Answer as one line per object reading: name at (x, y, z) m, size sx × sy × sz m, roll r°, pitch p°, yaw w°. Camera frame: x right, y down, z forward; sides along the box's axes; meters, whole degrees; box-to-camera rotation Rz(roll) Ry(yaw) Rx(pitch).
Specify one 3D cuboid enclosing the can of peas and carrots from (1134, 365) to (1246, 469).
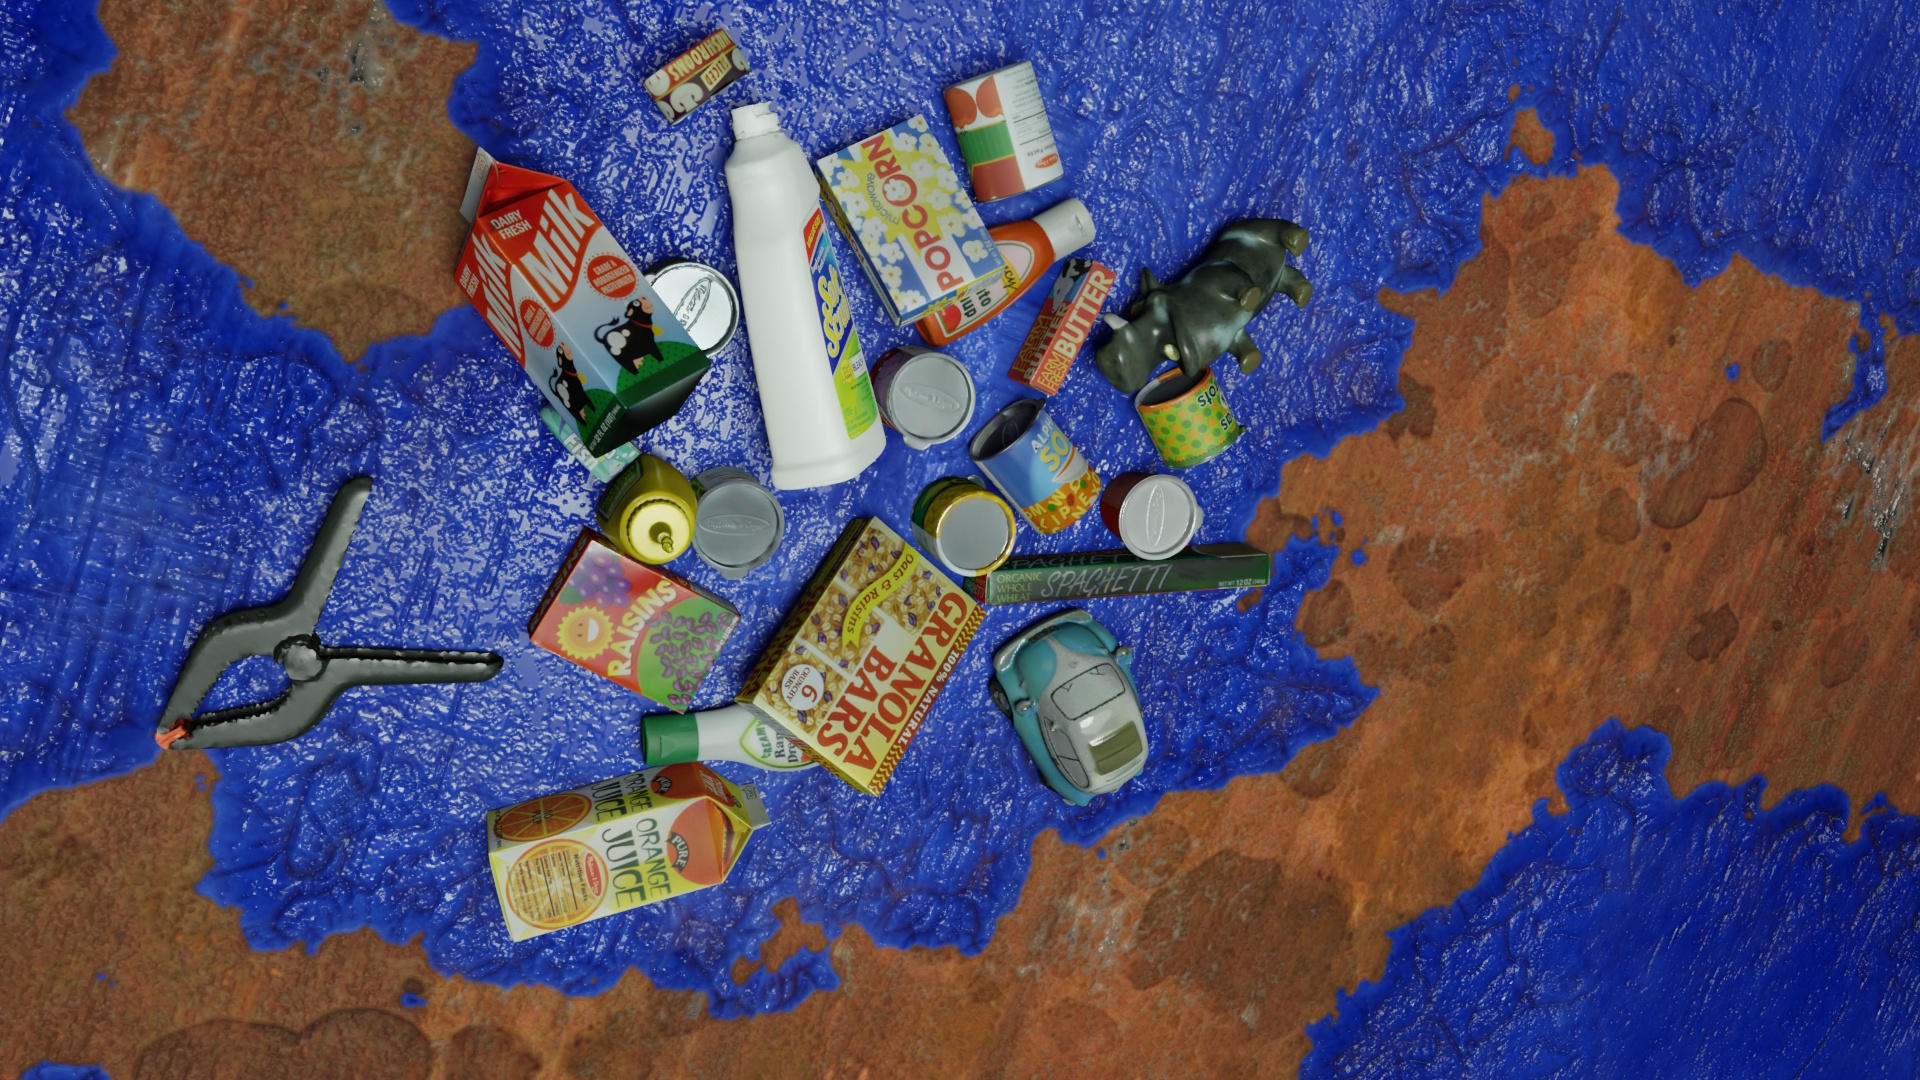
can of peas and carrots at (0.179, -0.098, 1.086) m, size 0.071 × 0.071 × 0.058 m, roll -34°, pitch 112°, yaw -9°

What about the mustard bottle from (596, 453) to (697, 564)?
mustard bottle at (-0.203, -0.017, 0.916) m, size 0.049 × 0.160 × 0.065 m, roll 37°, pitch 88°, yaw -23°

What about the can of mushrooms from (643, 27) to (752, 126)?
can of mushrooms at (-0.171, -0.303, 0.907) m, size 0.071 × 0.071 × 0.033 m, roll -37°, pitch 111°, yaw -8°

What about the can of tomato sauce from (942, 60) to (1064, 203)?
can of tomato sauce at (0.029, -0.290, 0.988) m, size 0.071 × 0.071 × 0.083 m, roll -24°, pitch 109°, yaw -13°

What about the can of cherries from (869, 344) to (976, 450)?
can of cherries at (-0.031, -0.105, 1.013) m, size 0.071 × 0.058 × 0.071 m, roll -5°, pitch 105°, yaw -20°

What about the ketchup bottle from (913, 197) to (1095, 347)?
ketchup bottle at (0.028, -0.202, 1.020) m, size 0.149 × 0.043 × 0.064 m, roll -31°, pitch 108°, yaw -11°

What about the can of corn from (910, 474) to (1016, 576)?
can of corn at (0.004, -0.013, 1.048) m, size 0.071 × 0.058 × 0.071 m, roll -5°, pitch 105°, yaw -19°

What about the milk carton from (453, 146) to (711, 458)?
milk carton at (-0.253, -0.155, 0.880) m, size 0.190 × 0.072 × 0.074 m, roll 51°, pitch 51°, yaw 2°

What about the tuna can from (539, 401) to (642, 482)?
tuna can at (-0.249, -0.072, 0.934) m, size 0.033 × 0.071 × 0.071 m, roll -43°, pitch 113°, yaw -4°

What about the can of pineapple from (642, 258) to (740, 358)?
can of pineapple at (-0.188, -0.159, 0.942) m, size 0.071 × 0.058 × 0.070 m, roll -5°, pitch 104°, yaw -19°

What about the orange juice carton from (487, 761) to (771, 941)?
orange juice carton at (-0.237, 0.216, 1.008) m, size 0.193 × 0.072 × 0.072 m, roll -13°, pitch 107°, yaw -17°

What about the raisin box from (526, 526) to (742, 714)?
raisin box at (-0.232, 0.057, 0.989) m, size 0.123 × 0.040 × 0.086 m, roll 30°, pitch 92°, yaw -25°

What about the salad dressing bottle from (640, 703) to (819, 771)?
salad dressing bottle at (-0.161, 0.143, 1.033) m, size 0.148 × 0.044 × 0.064 m, roll -3°, pitch 101°, yaw -19°

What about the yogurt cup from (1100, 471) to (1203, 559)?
yogurt cup at (0.146, -0.023, 1.100) m, size 0.072 × 0.054 × 0.072 m, roll -5°, pitch 104°, yaw -19°

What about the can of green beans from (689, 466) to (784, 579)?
can of green beans at (-0.164, -0.016, 0.986) m, size 0.071 × 0.058 × 0.071 m, roll -5°, pitch 105°, yaw -19°

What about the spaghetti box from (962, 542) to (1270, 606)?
spaghetti box at (0.127, 0.026, 1.108) m, size 0.250 × 0.050 × 0.028 m, roll -3°, pitch 102°, yaw -19°

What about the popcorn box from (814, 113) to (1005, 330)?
popcorn box at (-0.036, -0.221, 0.968) m, size 0.085 × 0.038 × 0.127 m, roll -28°, pitch 85°, yaw -11°

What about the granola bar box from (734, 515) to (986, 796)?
granola bar box at (-0.071, 0.085, 1.026) m, size 0.124 × 0.039 × 0.166 m, roll 41°, pitch 66°, yaw -22°

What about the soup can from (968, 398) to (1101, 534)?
soup can at (0.060, -0.057, 1.052) m, size 0.071 × 0.071 × 0.083 m, roll -45°, pitch 114°, yaw -5°

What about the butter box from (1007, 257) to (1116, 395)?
butter box at (0.076, -0.160, 1.042) m, size 0.024 × 0.053 × 0.103 m, roll 26°, pitch 93°, yaw -22°
